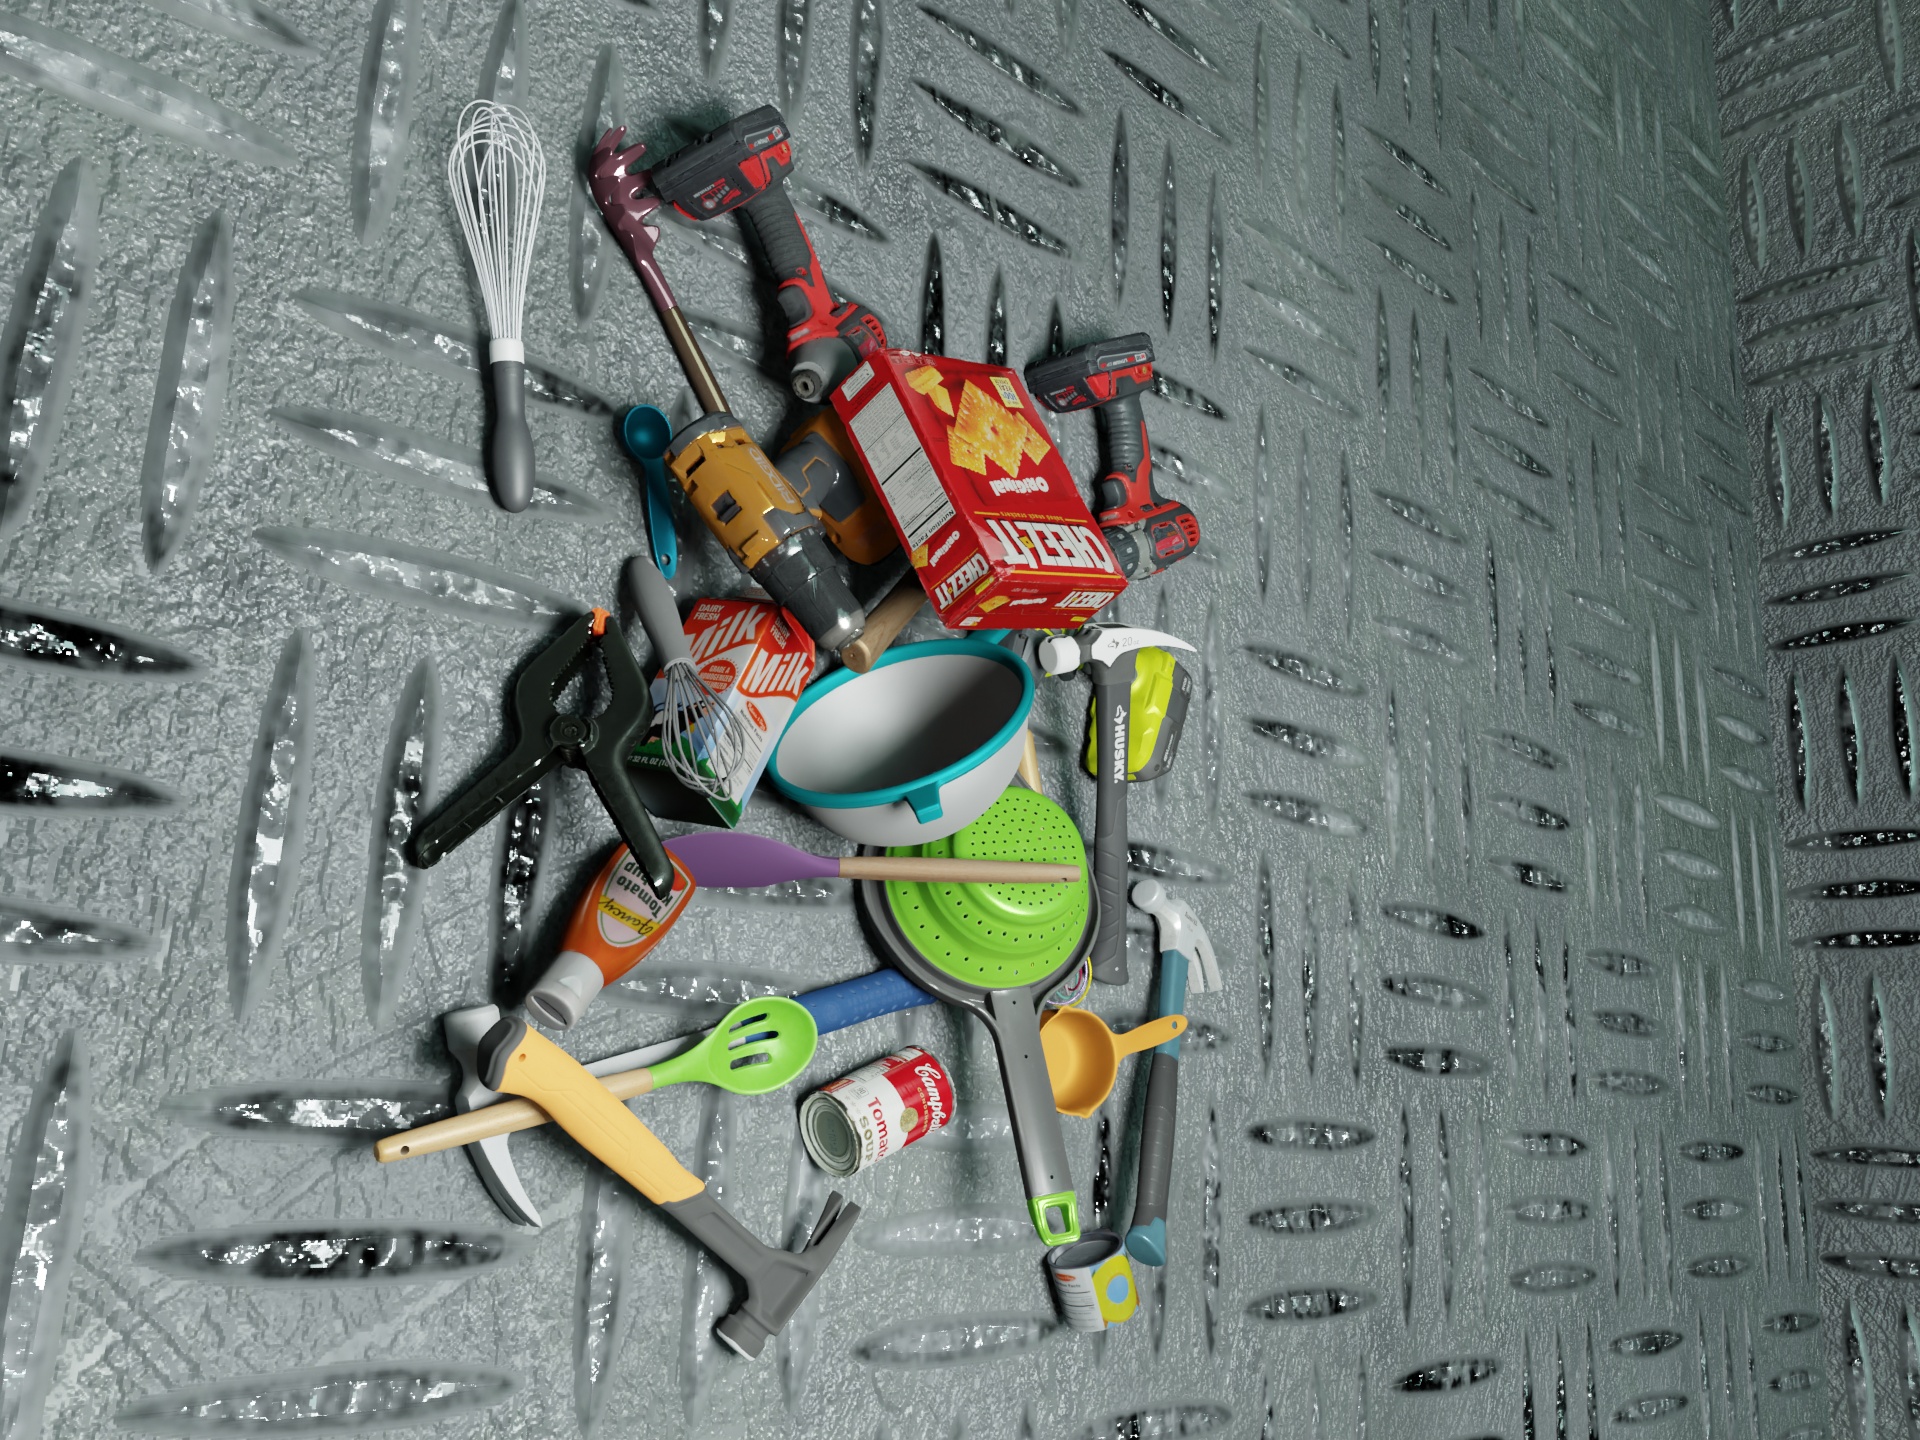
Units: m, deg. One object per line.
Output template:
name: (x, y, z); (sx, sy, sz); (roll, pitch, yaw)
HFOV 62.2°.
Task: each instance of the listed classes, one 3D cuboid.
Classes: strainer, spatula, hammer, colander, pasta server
strainer: (-0.002, -0.004, 1.239); (0.340, 0.211, 0.095); (-45, 129, -40)
spatula: (-0.063, 0.105, 1.152); (0.315, 0.059, 0.018); (4, 43, -14)
hammer: (-0.004, -0.149, 1.315); (0.331, 0.031, 0.130); (-52, 151, -41)
hammer: (-0.190, 0.290, 1.035); (0.127, 0.034, 0.336); (-51, 129, -20)
hammer: (-0.167, 0.233, 1.133); (0.405, 0.035, 0.144); (-8, 87, -45)
colander: (0.048, 0.192, 1.218); (0.204, 0.094, 0.397); (-2, 67, -24)
hammer: (0.136, 0.077, 1.383); (0.146, 0.035, 0.334); (-12, 111, -31)
pasta server: (-0.202, -0.289, 1.205); (0.316, 0.040, 0.060); (65, 25, -14)
hammer: (0.181, 0.315, 1.424); (0.128, 0.033, 0.331); (41, 47, -39)

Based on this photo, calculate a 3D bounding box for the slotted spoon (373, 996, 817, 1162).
slotted spoon: (-0.226, 0.236, 1.030); (0.313, 0.031, 0.070); (-7, 100, -43)

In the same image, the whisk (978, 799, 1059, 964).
whisk: (0.042, 0.093, 1.352); (0.073, 0.073, 0.296); (8, 70, -43)

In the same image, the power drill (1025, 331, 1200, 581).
power drill: (0.135, -0.238, 1.500); (0.188, 0.080, 0.226); (-24, 102, -44)

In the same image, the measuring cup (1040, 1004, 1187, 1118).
measuring cup: (0.117, 0.281, 1.370); (0.173, 0.052, 0.095); (-11, 88, -35)

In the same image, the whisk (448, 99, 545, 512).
whisk: (-0.313, -0.283, 1.088); (0.070, 0.070, 0.284); (-1, 87, -44)

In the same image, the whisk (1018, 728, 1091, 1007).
whisk: (0.075, 0.127, 1.387); (0.051, 0.047, 0.245); (-2, 80, -43)

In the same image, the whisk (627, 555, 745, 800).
whisk: (-0.194, -0.036, 1.080); (0.055, 0.055, 0.239); (19, 32, -41)

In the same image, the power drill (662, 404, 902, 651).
power drill: (-0.101, -0.146, 1.171); (0.185, 0.084, 0.226); (53, 26, 3)

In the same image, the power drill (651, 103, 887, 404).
power drill: (-0.139, -0.350, 1.232); (0.219, 0.078, 0.143); (61, 26, -20)

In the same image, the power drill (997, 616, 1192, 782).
power drill: (0.108, -0.042, 1.411); (0.223, 0.080, 0.171); (40, 56, -38)

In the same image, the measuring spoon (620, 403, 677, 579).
measuring spoon: (-0.229, -0.168, 1.173); (0.042, 0.021, 0.128); (-15, 101, -46)
